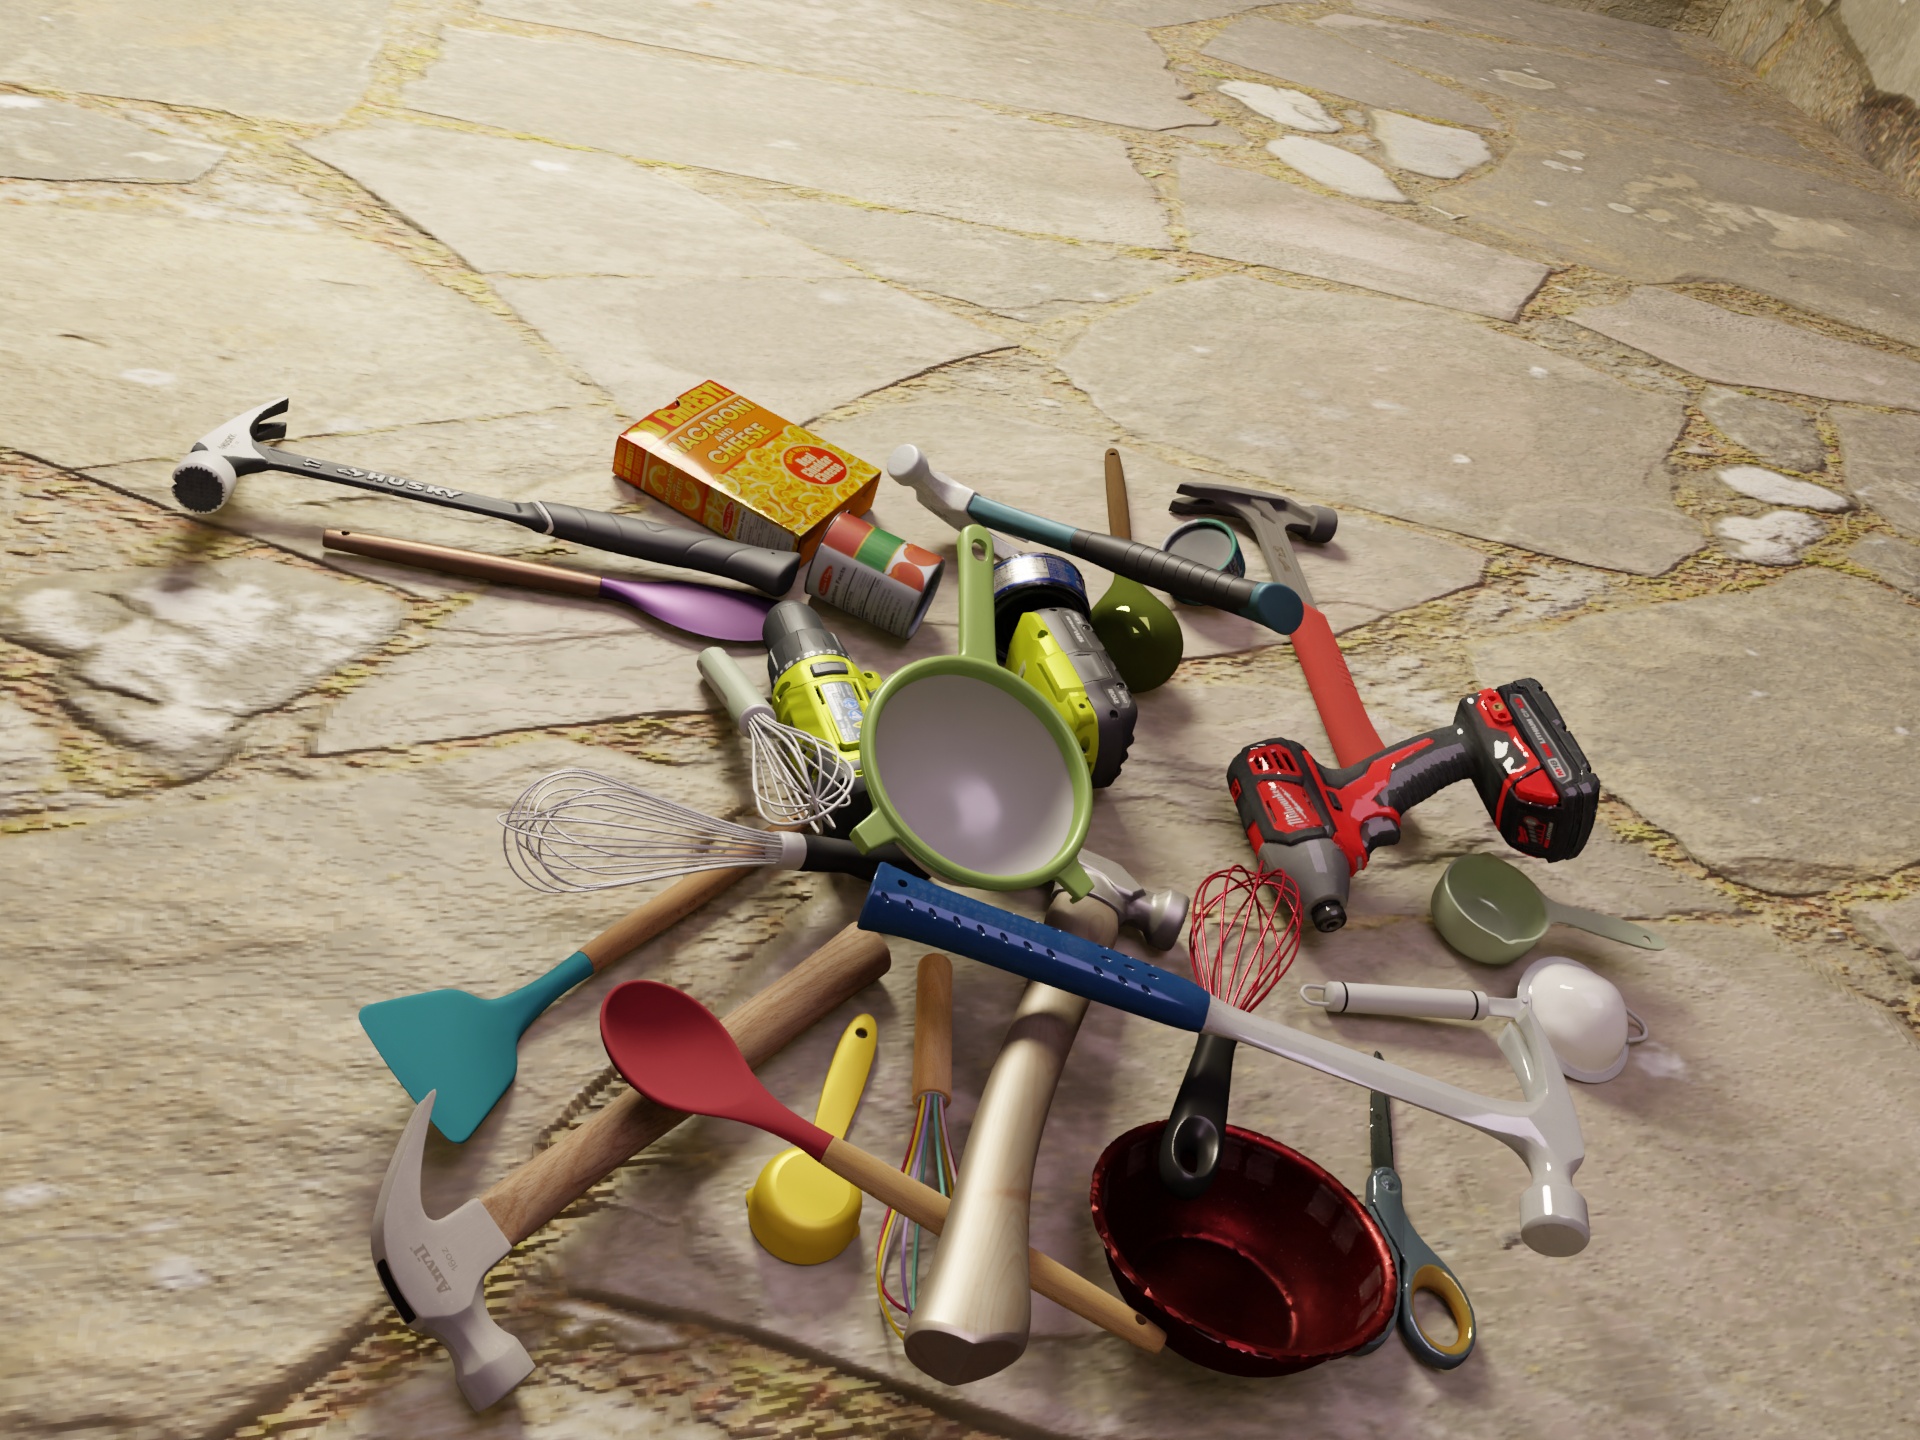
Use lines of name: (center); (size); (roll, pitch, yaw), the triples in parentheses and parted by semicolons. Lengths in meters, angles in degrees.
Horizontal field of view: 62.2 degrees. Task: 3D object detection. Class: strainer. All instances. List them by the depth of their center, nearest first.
strainer: (-0.002, -0.003, 0.970); (0.151, 0.069, 0.257); (15, 54, -22)
strainer: (0.341, 0.185, 1.025); (0.258, 0.050, 0.087); (5, 58, -11)

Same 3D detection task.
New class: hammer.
hammer: (-0.151, 0.190, 0.816); (0.130, 0.031, 0.331); (54, 44, 4)
hammer: (0.029, 0.177, 0.843); (0.146, 0.038, 0.411); (22, 27, 4)
hammer: (0.142, 0.158, 0.860); (0.405, 0.035, 0.144); (20, 40, -1)
hammer: (-0.313, -0.147, 1.112); (0.408, 0.036, 0.149); (12, 29, -13)
hammer: (0.097, -0.124, 1.150); (0.331, 0.033, 0.128); (24, -6, 37)
hammer: (0.272, -0.067, 1.266); (0.149, 0.036, 0.359); (7, 43, -14)

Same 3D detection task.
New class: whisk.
whisk: (-0.018, 0.219, 0.848); (0.047, 0.051, 0.245); (7, 40, -6)
whisk: (-0.129, 0.072, 0.917); (0.284, 0.070, 0.070); (9, 40, -37)
whisk: (0.154, 0.168, 0.922); (0.073, 0.073, 0.296); (24, 33, 5)
whisk: (-0.123, 0.005, 0.979); (0.059, 0.057, 0.247); (-29, 31, -10)

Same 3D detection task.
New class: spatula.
spatula: (-0.185, 0.120, 0.886); (0.082, 0.044, 0.317); (51, 46, 5)
spatula: (-0.275, -0.095, 1.098); (0.315, 0.018, 0.060); (10, 39, -12)

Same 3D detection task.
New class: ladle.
ladle: (-0.041, 0.220, 0.773); (0.315, 0.031, 0.069); (29, 32, 8)
ladle: (0.130, -0.133, 1.285); (0.078, 0.062, 0.320); (-2, 36, 4)

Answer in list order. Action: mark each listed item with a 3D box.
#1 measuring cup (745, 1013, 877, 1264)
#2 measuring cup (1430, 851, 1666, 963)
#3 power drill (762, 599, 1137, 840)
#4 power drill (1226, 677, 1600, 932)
measuring cup: (-0.067, 0.211, 0.843); (0.062, 0.029, 0.157); (19, 43, -1)
measuring cup: (0.402, 0.143, 1.094); (0.167, 0.038, 0.083); (15, 42, -8)
power drill: (-0.015, -0.016, 1.072); (0.228, 0.080, 0.191); (-6, 47, -23)
power drill: (0.303, 0.060, 1.071); (0.219, 0.078, 0.143); (-14, 50, -1)
